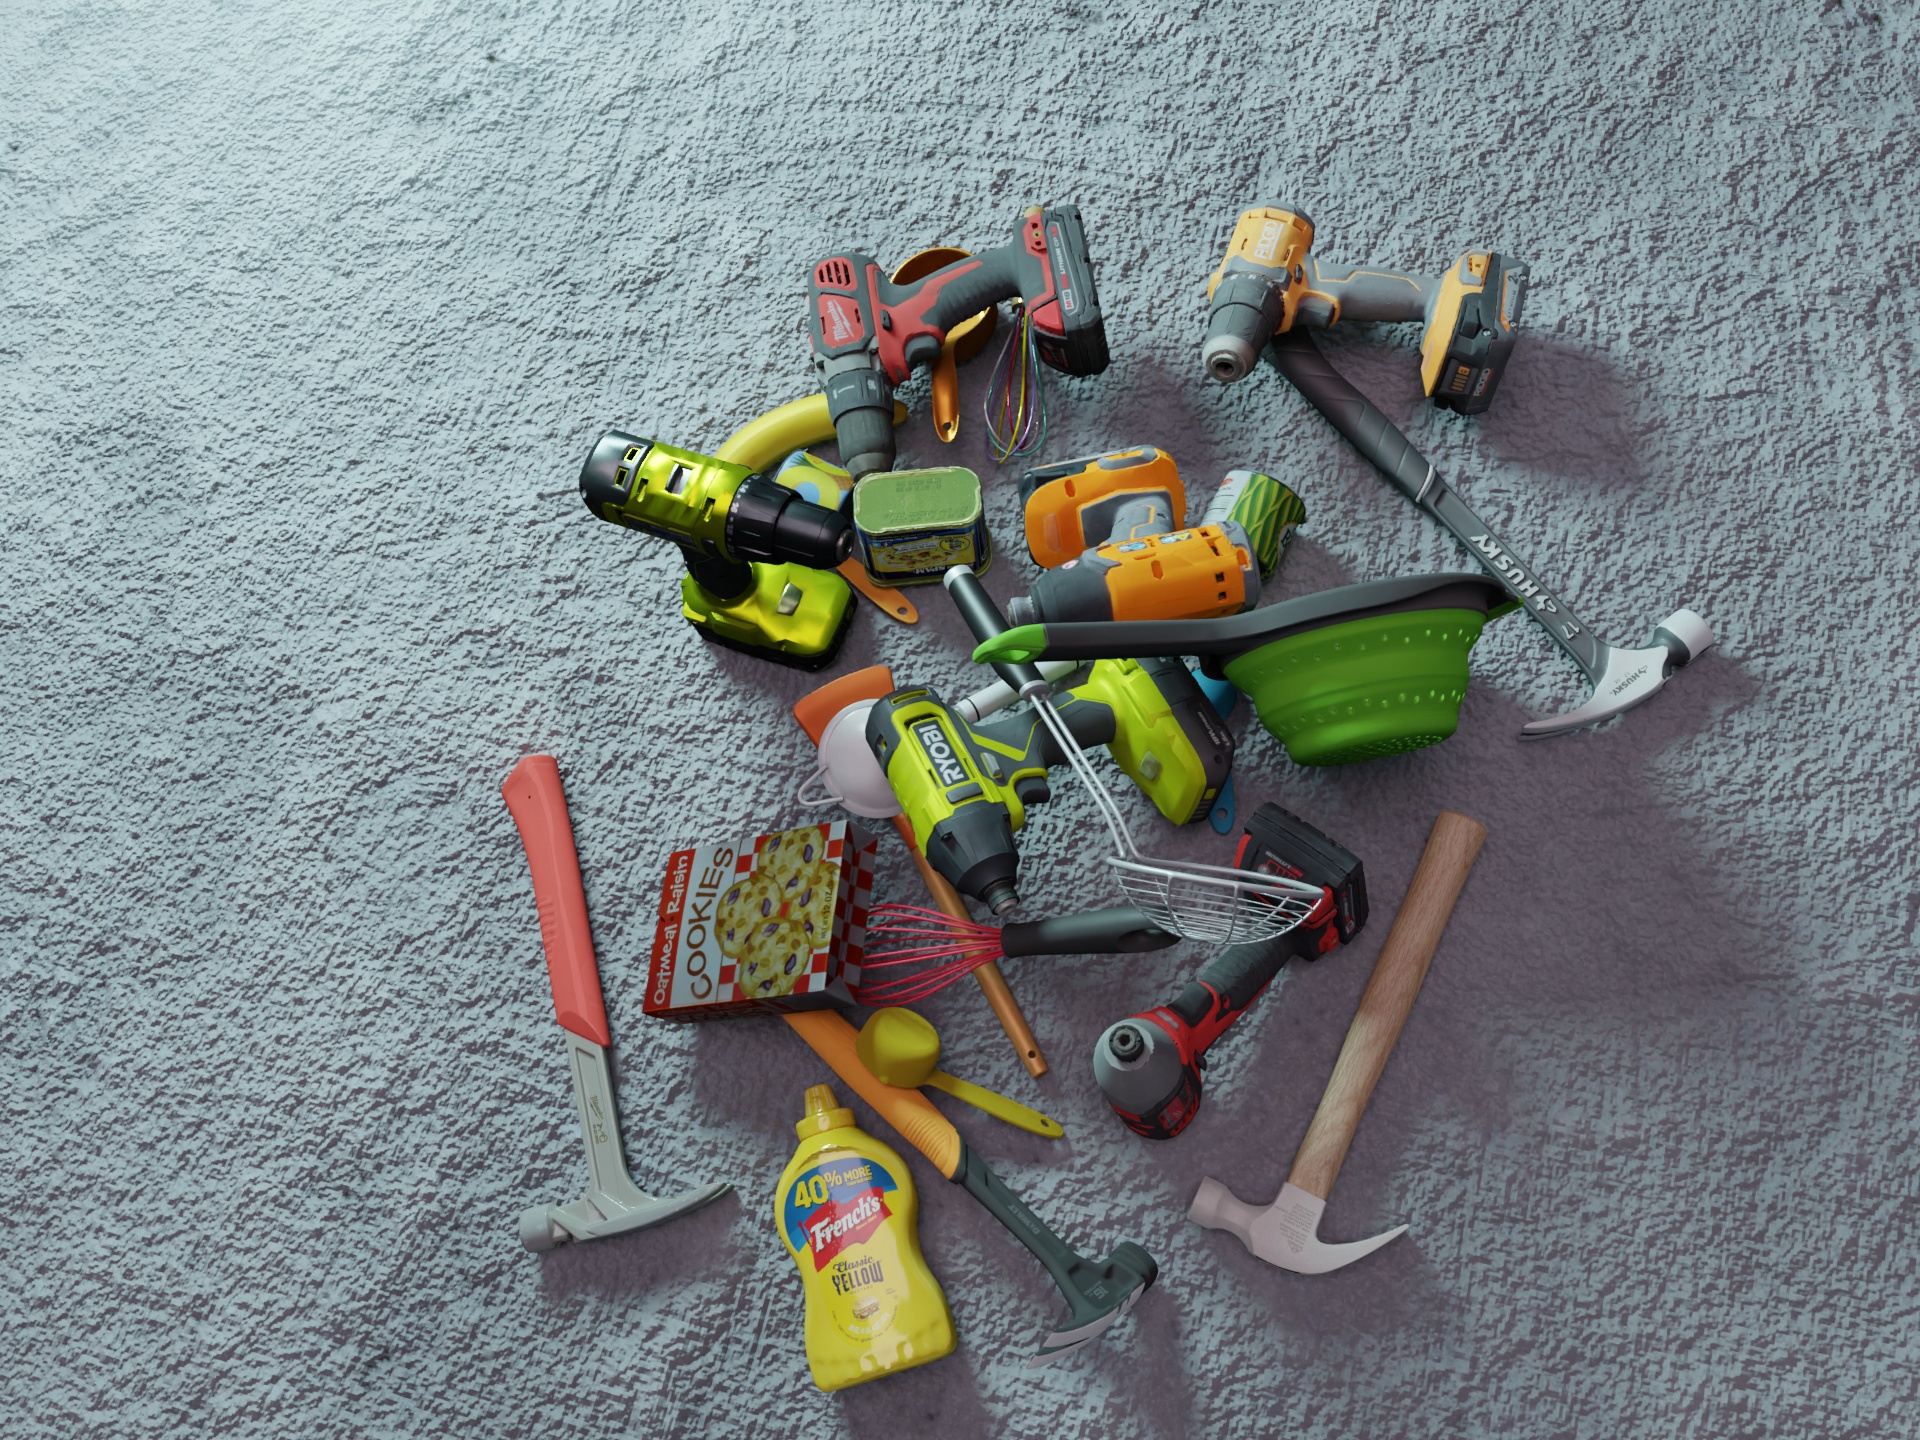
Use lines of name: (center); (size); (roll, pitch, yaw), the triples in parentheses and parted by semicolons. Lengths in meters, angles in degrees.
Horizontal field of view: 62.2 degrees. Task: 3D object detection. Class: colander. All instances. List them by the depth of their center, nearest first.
colander: (0.194, -0.019, 1.025); (0.397, 0.204, 0.094); (-4, 78, -26)

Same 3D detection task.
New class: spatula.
spatula: (-0.019, 0.110, 1.149); (0.081, 0.041, 0.323); (-25, 70, -13)

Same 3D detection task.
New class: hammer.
hammer: (-0.025, 0.279, 1.064); (0.337, 0.127, 0.034); (40, 118, 24)
hammer: (0.280, 0.213, 1.070); (0.130, 0.031, 0.331); (24, 76, 16)
hammer: (-0.272, 0.191, 1.162); (0.149, 0.036, 0.359); (-17, 69, 3)
hammer: (0.356, -0.159, 1.190); (0.149, 0.036, 0.409); (-37, 69, -4)

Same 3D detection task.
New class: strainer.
strainer: (-0.002, -0.004, 1.163); (0.258, 0.050, 0.087); (-28, 90, -19)

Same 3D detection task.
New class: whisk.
whisk: (0.018, 0.149, 1.064); (0.296, 0.073, 0.073); (-11, 67, 34)
whisk: (0.052, -0.316, 1.289); (0.051, 0.047, 0.245); (3, 68, 11)

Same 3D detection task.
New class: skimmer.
skimmer: (0.093, 0.003, 1.014); (0.090, 0.127, 0.364); (-52, 50, 27)

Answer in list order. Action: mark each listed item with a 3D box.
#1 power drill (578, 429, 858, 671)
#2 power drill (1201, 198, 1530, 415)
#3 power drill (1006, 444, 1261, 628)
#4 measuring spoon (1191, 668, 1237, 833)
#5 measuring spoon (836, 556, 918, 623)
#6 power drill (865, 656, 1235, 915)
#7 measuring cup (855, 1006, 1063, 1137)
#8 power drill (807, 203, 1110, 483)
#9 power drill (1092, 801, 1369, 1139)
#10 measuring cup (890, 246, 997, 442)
power drill: (-0.150, -0.117, 1.149); (0.190, 0.228, 0.080); (18, 74, 14)
power drill: (0.296, -0.300, 1.194); (0.226, 0.084, 0.185); (17, 53, 10)
power drill: (0.102, -0.120, 1.117); (0.164, 0.084, 0.227); (-12, 25, -2)
measuring spoon: (0.185, 0.019, 1.158); (0.042, 0.021, 0.129); (-6, 69, 7)
measuring spoon: (-0.078, -0.110, 1.254); (0.117, 0.011, 0.021); (39, 63, 16)
power drill: (0.067, 0.035, 1.092); (0.223, 0.080, 0.171); (-16, 58, -22)
measuring cup: (0.004, 0.241, 1.085); (0.156, 0.062, 0.029); (25, 114, 0)
power drill: (-0.003, -0.286, 1.218); (0.226, 0.080, 0.188); (-11, 73, 8)
power drill: (0.170, 0.169, 1.044); (0.079, 0.143, 0.220); (35, 77, 30)
measuring cup: (-0.011, -0.295, 1.287); (0.095, 0.052, 0.174); (-5, 74, 7)
